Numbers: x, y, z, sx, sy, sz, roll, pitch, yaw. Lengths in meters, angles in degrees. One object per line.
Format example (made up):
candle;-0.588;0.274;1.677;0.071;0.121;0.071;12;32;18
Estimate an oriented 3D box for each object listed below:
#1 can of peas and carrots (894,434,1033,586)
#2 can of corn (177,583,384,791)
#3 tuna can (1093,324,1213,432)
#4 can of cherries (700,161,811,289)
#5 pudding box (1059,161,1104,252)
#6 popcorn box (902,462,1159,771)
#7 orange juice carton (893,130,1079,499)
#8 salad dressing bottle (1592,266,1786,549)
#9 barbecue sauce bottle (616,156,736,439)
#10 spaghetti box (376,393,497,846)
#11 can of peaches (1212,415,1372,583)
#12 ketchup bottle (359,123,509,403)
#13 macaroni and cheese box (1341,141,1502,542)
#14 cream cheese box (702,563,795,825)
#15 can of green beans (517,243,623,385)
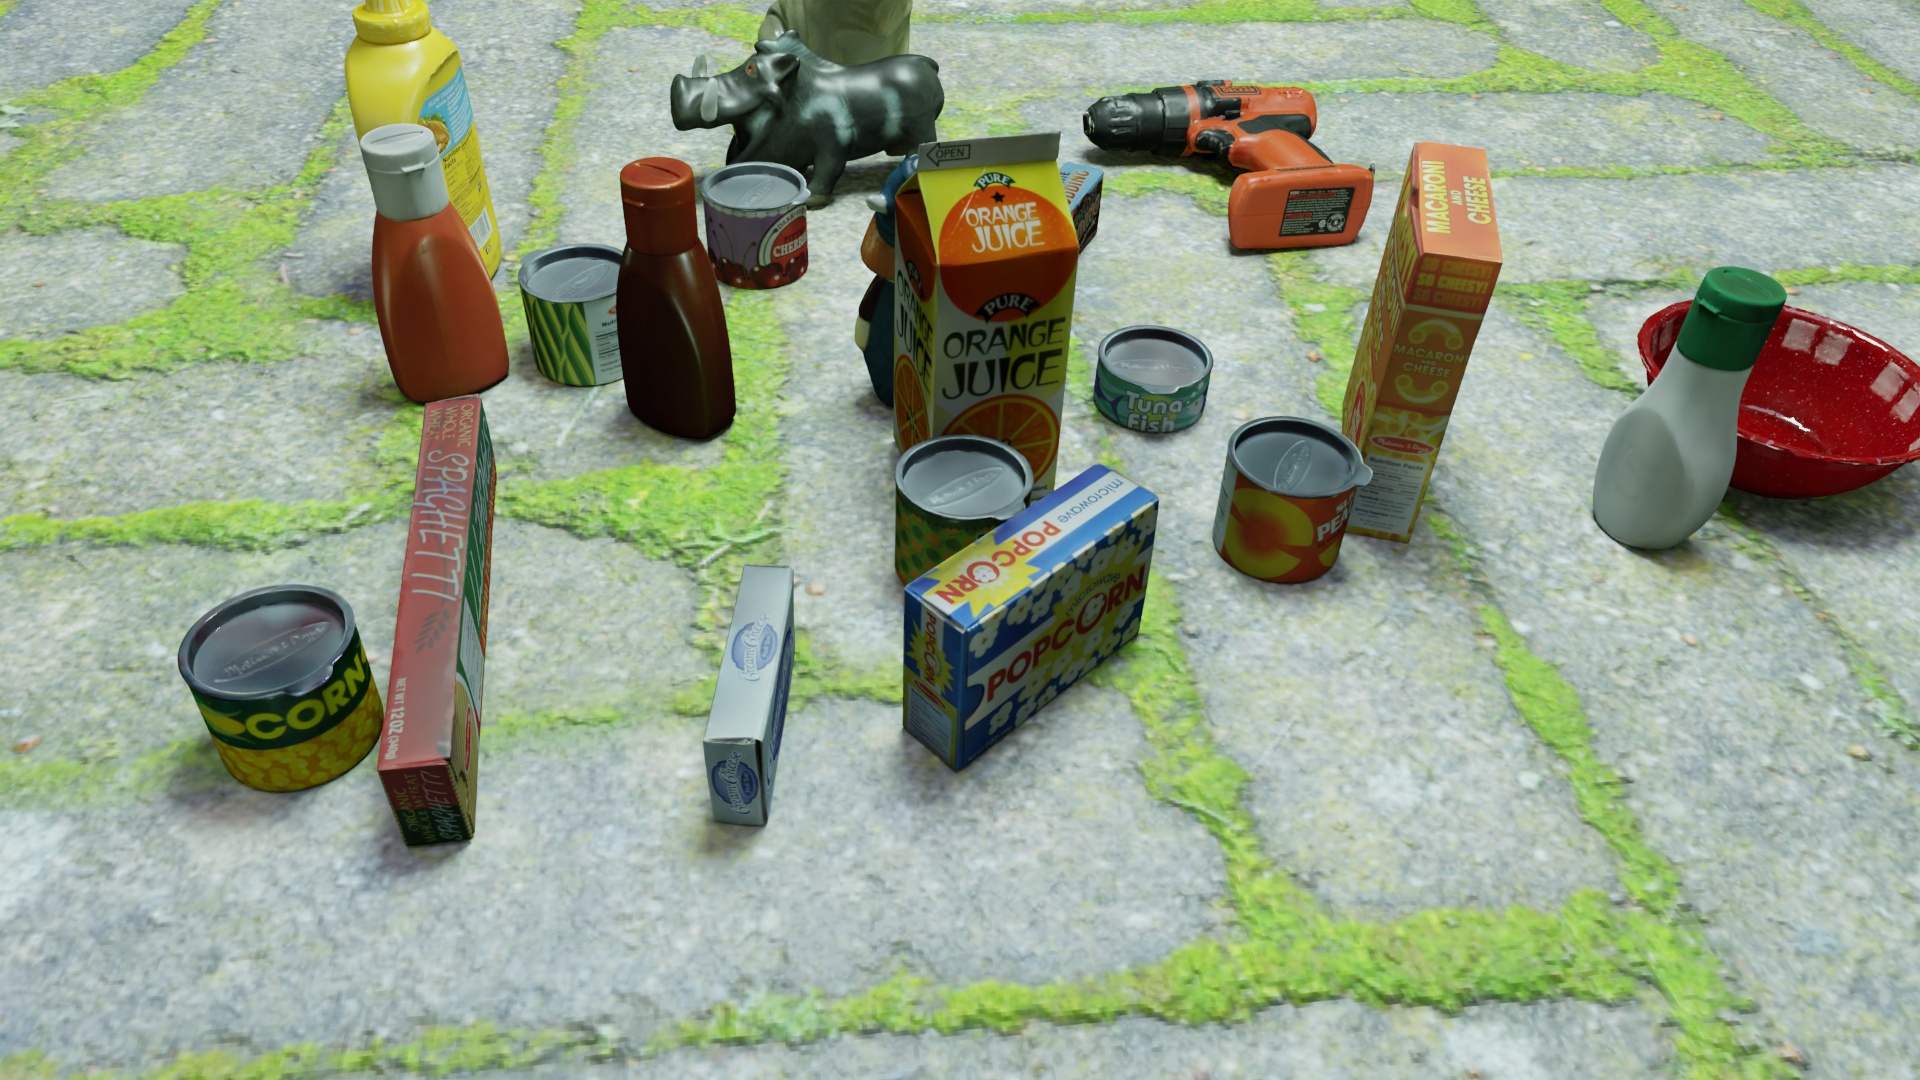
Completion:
can of peas and carrots;0.002;-0.008;0.675;0.071;0.058;0.071;2;40;-1
can of corn;-0.278;0.062;0.575;0.071;0.058;0.071;2;40;-1
tuna can;0.111;-0.092;0.800;0.071;0.032;0.071;2;40;-1
can of cherries;-0.129;-0.202;0.894;0.071;0.058;0.072;2;40;-1
pudding box;0.066;-0.212;0.925;0.030;0.049;0.084;18;43;17
popcorn box;0.031;0.031;0.610;0.038;0.084;0.127;33;49;31
orange juice carton;0.010;-0.112;0.694;0.072;0.191;0.073;-10;42;-15
salad dressing bottle;0.364;-0.064;0.694;0.044;0.146;0.064;-12;43;-17
barbecue sauce bottle;-0.154;-0.127;0.736;0.065;0.147;0.044;22;44;21
spaghetti box;-0.232;0.024;0.630;0.029;0.049;0.251;-6;41;-11
can of peaches;0.165;-0.020;0.699;0.071;0.057;0.071;2;40;-1
ketchup bottle;-0.288;-0.148;0.752;0.065;0.148;0.043;-24;47;-28
macaroni and cheese box;0.232;-0.102;0.717;0.040;0.165;0.124;10;41;8
cream cheese box;-0.087;0.064;0.589;0.024;0.053;0.104;3;40;0
can of green beans;-0.218;-0.131;0.806;0.071;0.057;0.071;2;40;-1
